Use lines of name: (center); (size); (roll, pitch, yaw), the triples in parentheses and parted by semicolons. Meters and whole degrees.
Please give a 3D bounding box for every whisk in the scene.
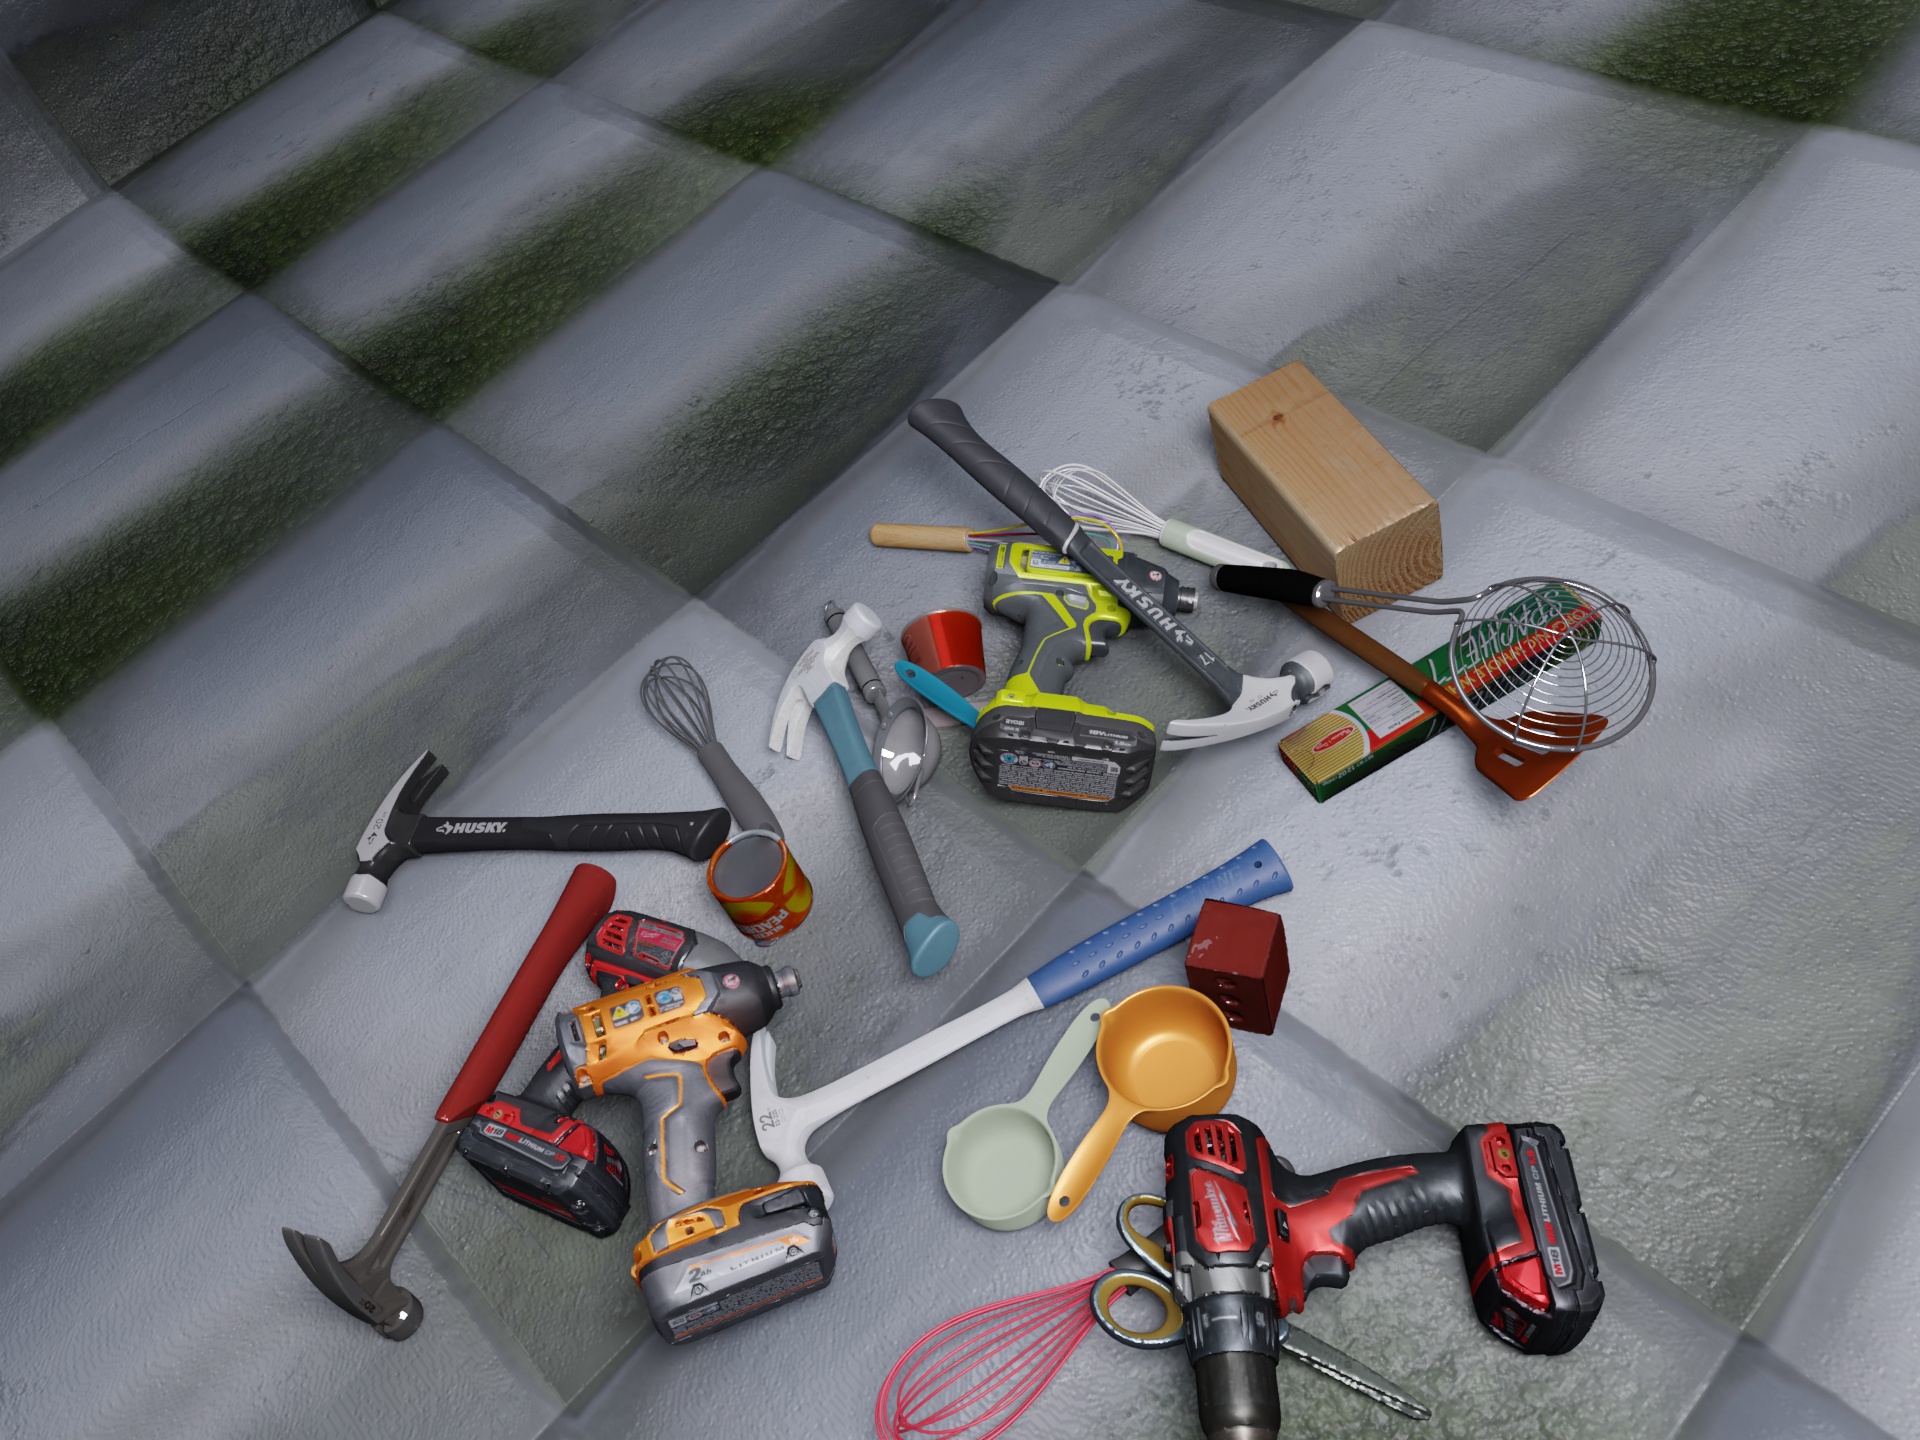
whisk: (0.027, -0.152, 1.378); (0.245, 0.047, 0.051); (7, 54, 29)
whisk: (0.080, 0.346, 0.951); (0.296, 0.073, 0.073); (-29, 49, -14)
whisk: (0.167, -0.161, 1.331); (0.246, 0.059, 0.058); (26, 77, 28)
whisk: (-0.203, 0.026, 1.312); (0.055, 0.055, 0.239); (-33, 54, -9)

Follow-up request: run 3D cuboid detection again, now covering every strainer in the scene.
strainer: (-0.065, -0.019, 1.294); (0.086, 0.050, 0.259); (-59, 41, 29)

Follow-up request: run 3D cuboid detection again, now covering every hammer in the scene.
hammer: (0.094, -0.127, 1.236); (0.149, 0.036, 0.409); (-28, 59, -30)
hammer: (-0.344, 0.245, 1.135); (0.037, 0.149, 0.359); (8, 49, 19)
hammer: (-0.068, 0.055, 1.203); (0.128, 0.033, 0.331); (-45, 43, 19)
hammer: (0.040, 0.188, 1.101); (0.405, 0.035, 0.144); (-27, 49, -4)
hammer: (-0.343, 0.088, 1.309); (0.335, 0.035, 0.146); (-2, 53, 19)

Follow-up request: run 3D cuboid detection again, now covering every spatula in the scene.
spatula: (0.318, -0.039, 1.143); (0.081, 0.041, 0.323); (-41, 44, -4)

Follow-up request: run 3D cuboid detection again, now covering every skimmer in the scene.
skimmer: (0.312, -0.061, 1.128); (0.127, 0.090, 0.363); (-44, 28, -16)

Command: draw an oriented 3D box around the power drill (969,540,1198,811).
power drill: (0.095, -0.044, 1.234); (0.171, 0.080, 0.223); (7, 51, 4)

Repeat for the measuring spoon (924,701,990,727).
measuring spoon: (0.012, -0.011, 1.281); (0.124, 0.018, 0.034); (-8, 51, 14)

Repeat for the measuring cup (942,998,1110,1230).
measuring cup: (0.055, 0.256, 1.040); (0.083, 0.038, 0.168); (22, 62, 31)

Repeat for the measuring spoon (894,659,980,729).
measuring spoon: (-0.002, -0.004, 1.251); (0.129, 0.021, 0.042); (37, 55, 10)

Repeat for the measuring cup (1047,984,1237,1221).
measuring cup: (0.111, 0.253, 1.016); (0.095, 0.052, 0.174); (24, 65, 33)

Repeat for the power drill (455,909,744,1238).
power drill: (-0.241, 0.242, 1.132); (0.143, 0.078, 0.220); (12, 55, 26)

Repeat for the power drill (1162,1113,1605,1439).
power drill: (0.228, 0.310, 0.881); (0.226, 0.080, 0.188); (-2, 51, 2)

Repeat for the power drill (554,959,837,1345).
power drill: (-0.155, 0.259, 1.021); (0.164, 0.084, 0.227); (-18, 55, -13)
